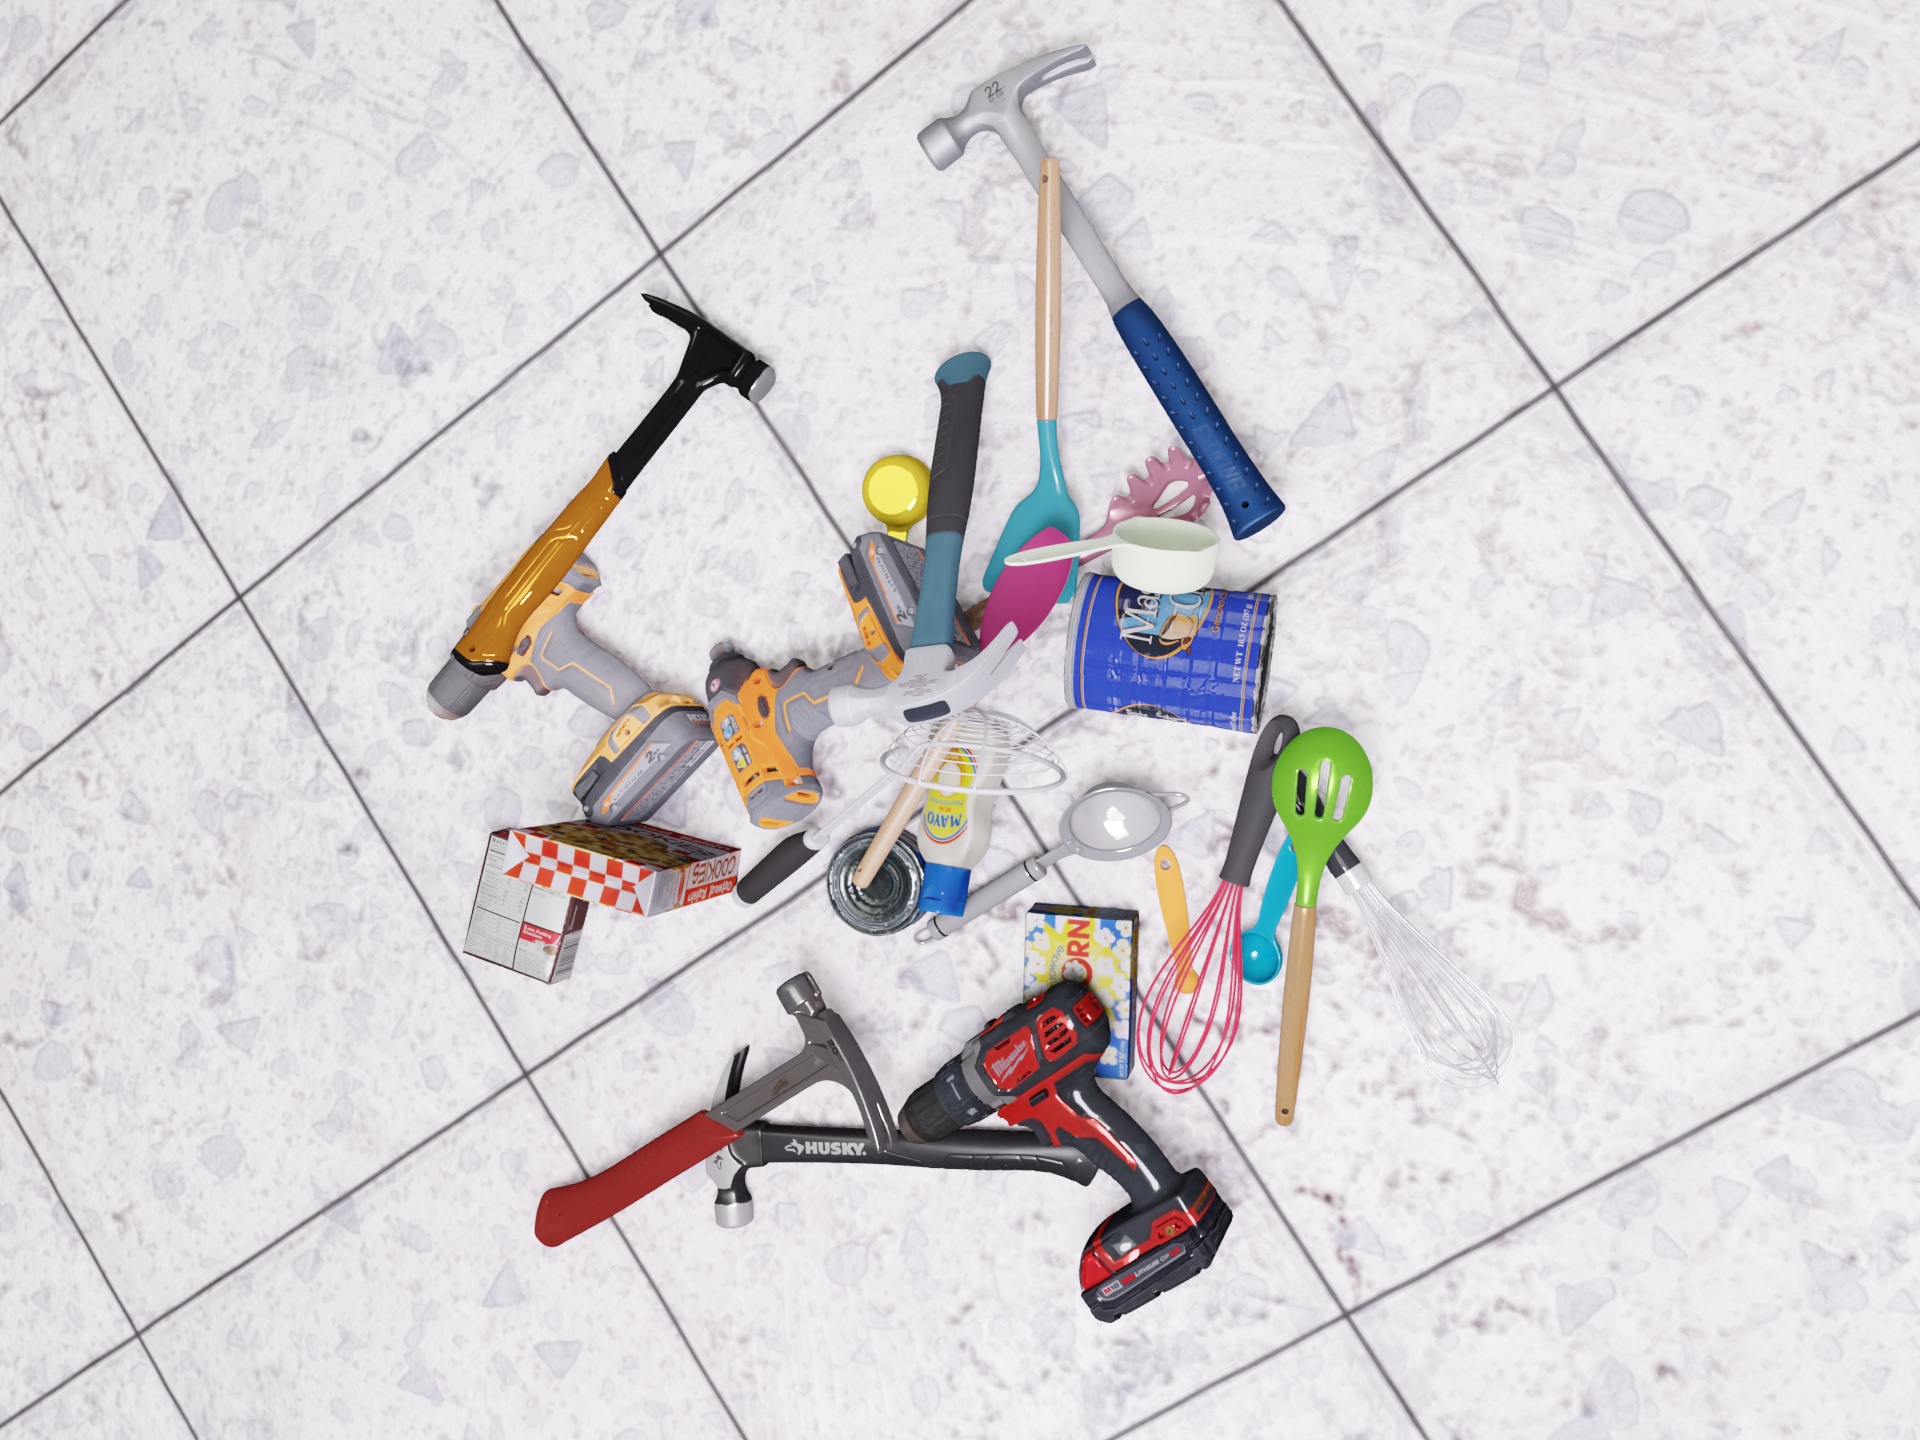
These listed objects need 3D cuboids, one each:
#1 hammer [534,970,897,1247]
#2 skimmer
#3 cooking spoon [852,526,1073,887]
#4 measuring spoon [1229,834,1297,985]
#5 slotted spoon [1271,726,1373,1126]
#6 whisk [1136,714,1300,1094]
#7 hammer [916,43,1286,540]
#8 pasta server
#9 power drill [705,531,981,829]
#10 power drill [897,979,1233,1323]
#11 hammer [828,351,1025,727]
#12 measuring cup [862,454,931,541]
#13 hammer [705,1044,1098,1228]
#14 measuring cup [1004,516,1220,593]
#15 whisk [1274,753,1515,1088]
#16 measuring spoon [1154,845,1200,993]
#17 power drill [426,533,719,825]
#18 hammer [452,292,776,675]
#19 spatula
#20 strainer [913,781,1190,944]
[{"bbox_3d":[-0.214,0.350,1.287,0.359,0.036,0.149,-36,76,24],"label":"hammer"},{"bbox_3d":[-0.066,0.089,1.176,0.363,0.127,0.090,-39,67,43],"label":"skimmer"},{"bbox_3d":[-0.002,-0.004,1.206,0.319,0.017,0.069,-59,42,15],"label":"cooking spoon"},{"bbox_3d":[0.238,0.138,1.188,0.042,0.021,0.128,27,110,31],"label":"measuring spoon"},{"bbox_3d":[0.251,0.158,1.159,0.070,0.031,0.313,6,109,11],"label":"slotted spoon"},{"bbox_3d":[0.197,0.137,1.173,0.073,0.073,0.296,18,97,13],"label":"whisk"},{"bbox_3d":[0.122,-0.315,1.170,0.144,0.035,0.406,-32,77,14],"label":"hammer"},{"bbox_3d":[0.057,-0.109,1.223,0.316,0.040,0.060,-30,75,16],"label":"pasta server"},{"bbox_3d":[-0.108,-0.043,1.231,0.226,0.084,0.164,-40,61,24],"label":"power drill"},{"bbox_3d":[0.074,0.328,1.189,0.188,0.080,0.227,-38,83,22],"label":"power drill"},{"bbox_3d":[-0.012,-0.140,1.144,0.128,0.033,0.331,-5,55,17],"label":"hammer"},{"bbox_3d":[-0.056,-0.132,1.254,0.062,0.029,0.156,8,95,14],"label":"measuring cup"},{"bbox_3d":[-0.046,0.338,1.277,0.335,0.035,0.146,-3,93,15],"label":"hammer"},{"bbox_3d":[0.105,-0.109,1.120,0.167,0.083,0.038,-11,118,-24],"label":"measuring cup"},{"bbox_3d":[0.307,0.143,1.162,0.070,0.070,0.285,-36,79,14],"label":"whisk"},{"bbox_3d":[0.165,0.154,1.222,0.021,0.011,0.117,-10,91,15],"label":"measuring spoon"},{"bbox_3d":[-0.328,-0.014,1.310,0.185,0.084,0.226,-45,77,13],"label":"power drill"},{"bbox_3d":[-0.295,-0.181,1.268,0.127,0.034,0.337,35,85,10],"label":"hammer"},{"bbox_3d":[0.060,-0.247,1.171,0.082,0.044,0.317,12,113,33],"label":"spatula"},{"bbox_3d":[0.064,0.108,1.232,0.258,0.050,0.086,-34,128,19],"label":"strainer"}]
